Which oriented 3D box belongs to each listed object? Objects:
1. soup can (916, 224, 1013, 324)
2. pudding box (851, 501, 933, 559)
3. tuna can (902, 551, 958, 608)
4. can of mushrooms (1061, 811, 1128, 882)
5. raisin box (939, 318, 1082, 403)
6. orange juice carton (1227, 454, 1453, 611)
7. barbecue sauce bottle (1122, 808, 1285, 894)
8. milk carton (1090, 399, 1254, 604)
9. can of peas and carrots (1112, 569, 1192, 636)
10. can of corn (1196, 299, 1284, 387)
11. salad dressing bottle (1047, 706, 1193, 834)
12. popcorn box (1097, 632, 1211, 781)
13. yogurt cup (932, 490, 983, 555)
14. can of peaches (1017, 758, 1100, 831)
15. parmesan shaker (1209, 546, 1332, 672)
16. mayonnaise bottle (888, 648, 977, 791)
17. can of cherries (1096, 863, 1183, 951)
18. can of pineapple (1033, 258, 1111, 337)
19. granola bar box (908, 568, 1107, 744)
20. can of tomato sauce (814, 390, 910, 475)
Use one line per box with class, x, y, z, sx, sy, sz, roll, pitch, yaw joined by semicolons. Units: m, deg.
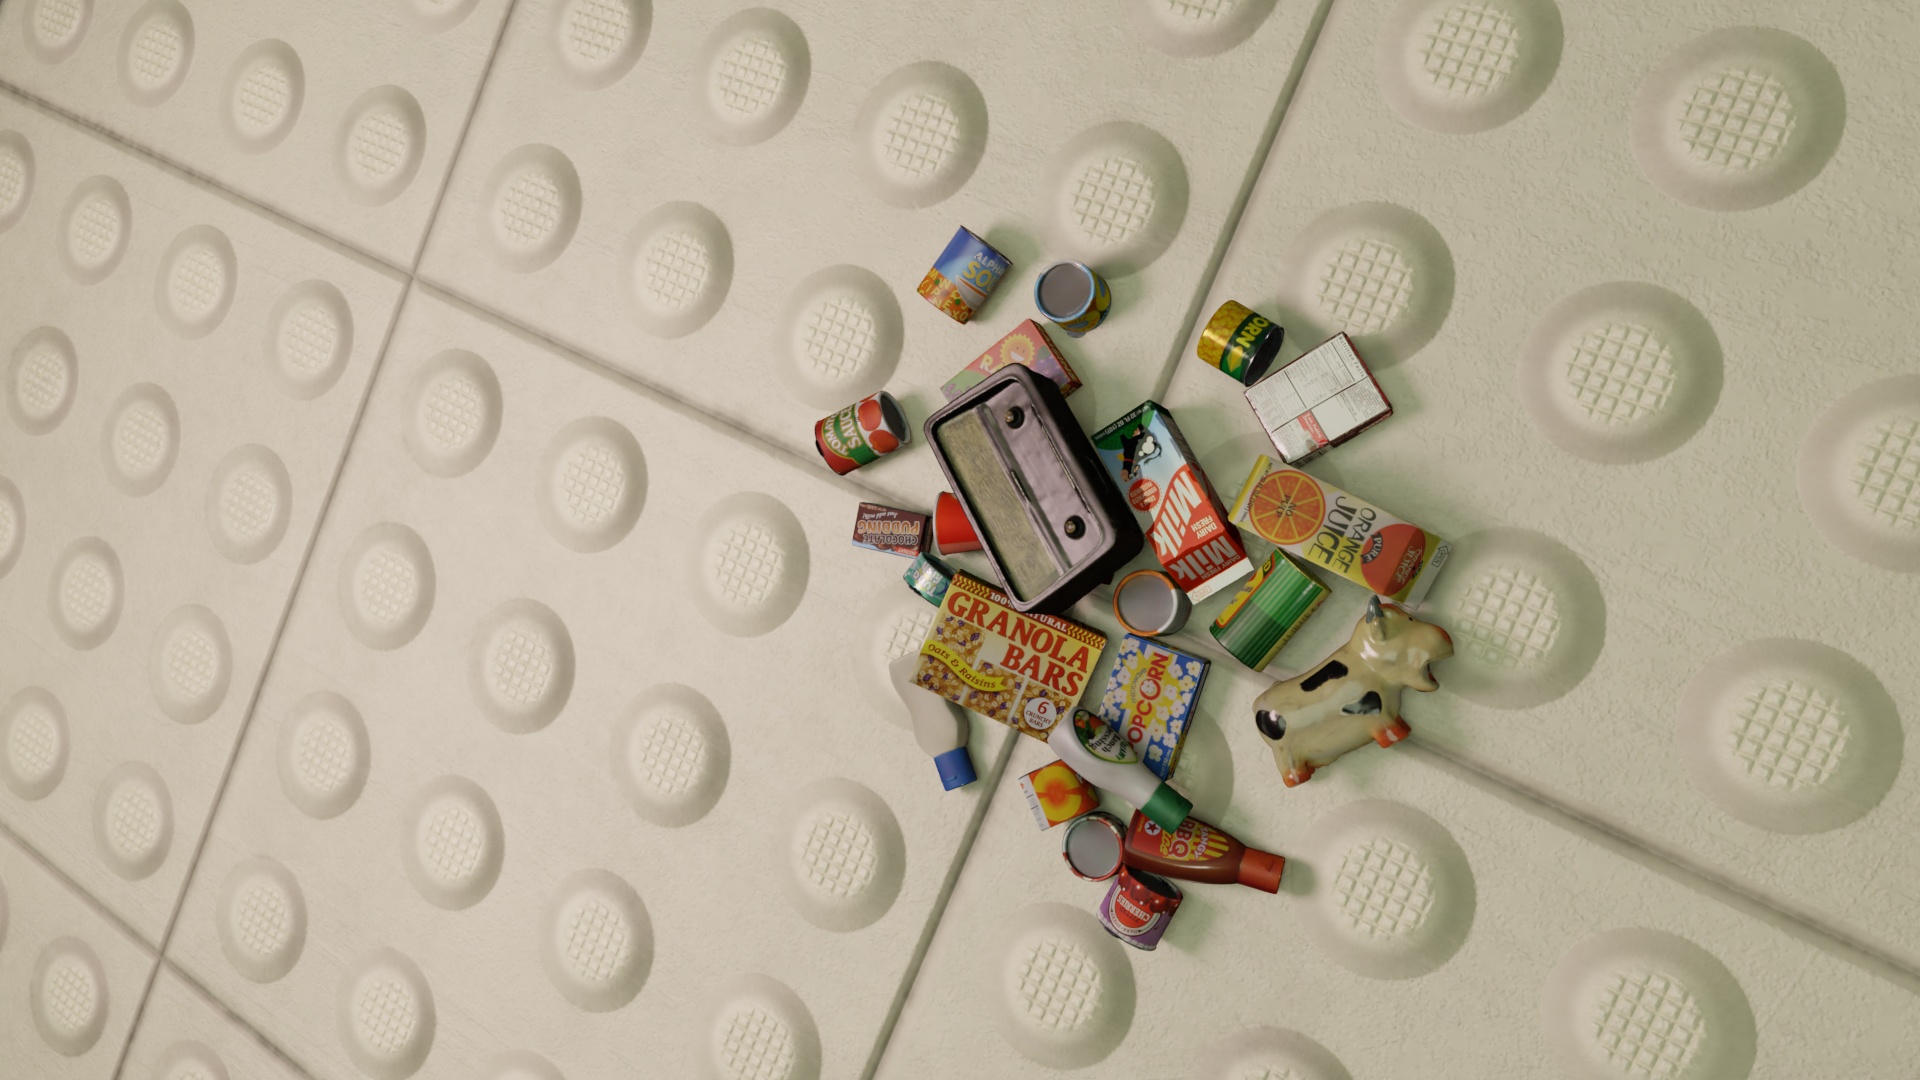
soup can;0.005;-0.278;1.465;0.071;0.071;0.083;41;102;20
pudding box;-0.072;-0.010;1.498;0.084;0.030;0.049;13;92;23
tuna can;-0.026;0.043;1.453;0.071;0.071;0.032;40;101;20
can of mushrooms;0.138;0.307;1.385;0.071;0.033;0.071;-2;85;23
raisin box;0.052;-0.160;1.452;0.123;0.040;0.086;-37;72;18
orange juice carton;0.350;-0.007;1.282;0.193;0.073;0.071;26;97;5
barbecue sauce bottle;0.234;0.301;1.333;0.148;0.043;0.065;14;50;17
milk carton;0.210;-0.036;1.358;0.072;0.073;0.191;-33;75;17
can of peas and carrots;0.187;0.061;1.368;0.071;0.059;0.071;-2;85;23
can of corn;0.271;-0.193;1.345;0.058;0.071;0.071;35;100;22
salad dressing bottle;0.154;0.221;1.330;0.148;0.064;0.043;38;122;11
popcorn box;0.186;0.164;1.372;0.085;0.038;0.126;19;94;22
yogurt cup;0.005;-0.018;1.449;0.054;0.072;0.072;-1;86;15
can of peaches;0.101;0.251;1.387;0.071;0.071;0.058;-28;76;19
parmesan shaker;0.292;0.066;1.316;0.071;0.071;0.103;43;103;20
mayonnaise bottle;-0.024;0.187;1.459;0.064;0.041;0.148;-24;78;21
can of cherries;0.173;0.354;1.346;0.071;0.071;0.058;31;98;22
can of pineapple;0.115;-0.248;1.422;0.071;0.058;0.071;-2;86;23
granola bar box;0.048;0.118;1.405;0.165;0.039;0.124;24;97;3
can of tomato sauce;-0.106;-0.117;1.499;0.083;0.071;0.071;-24;78;19
